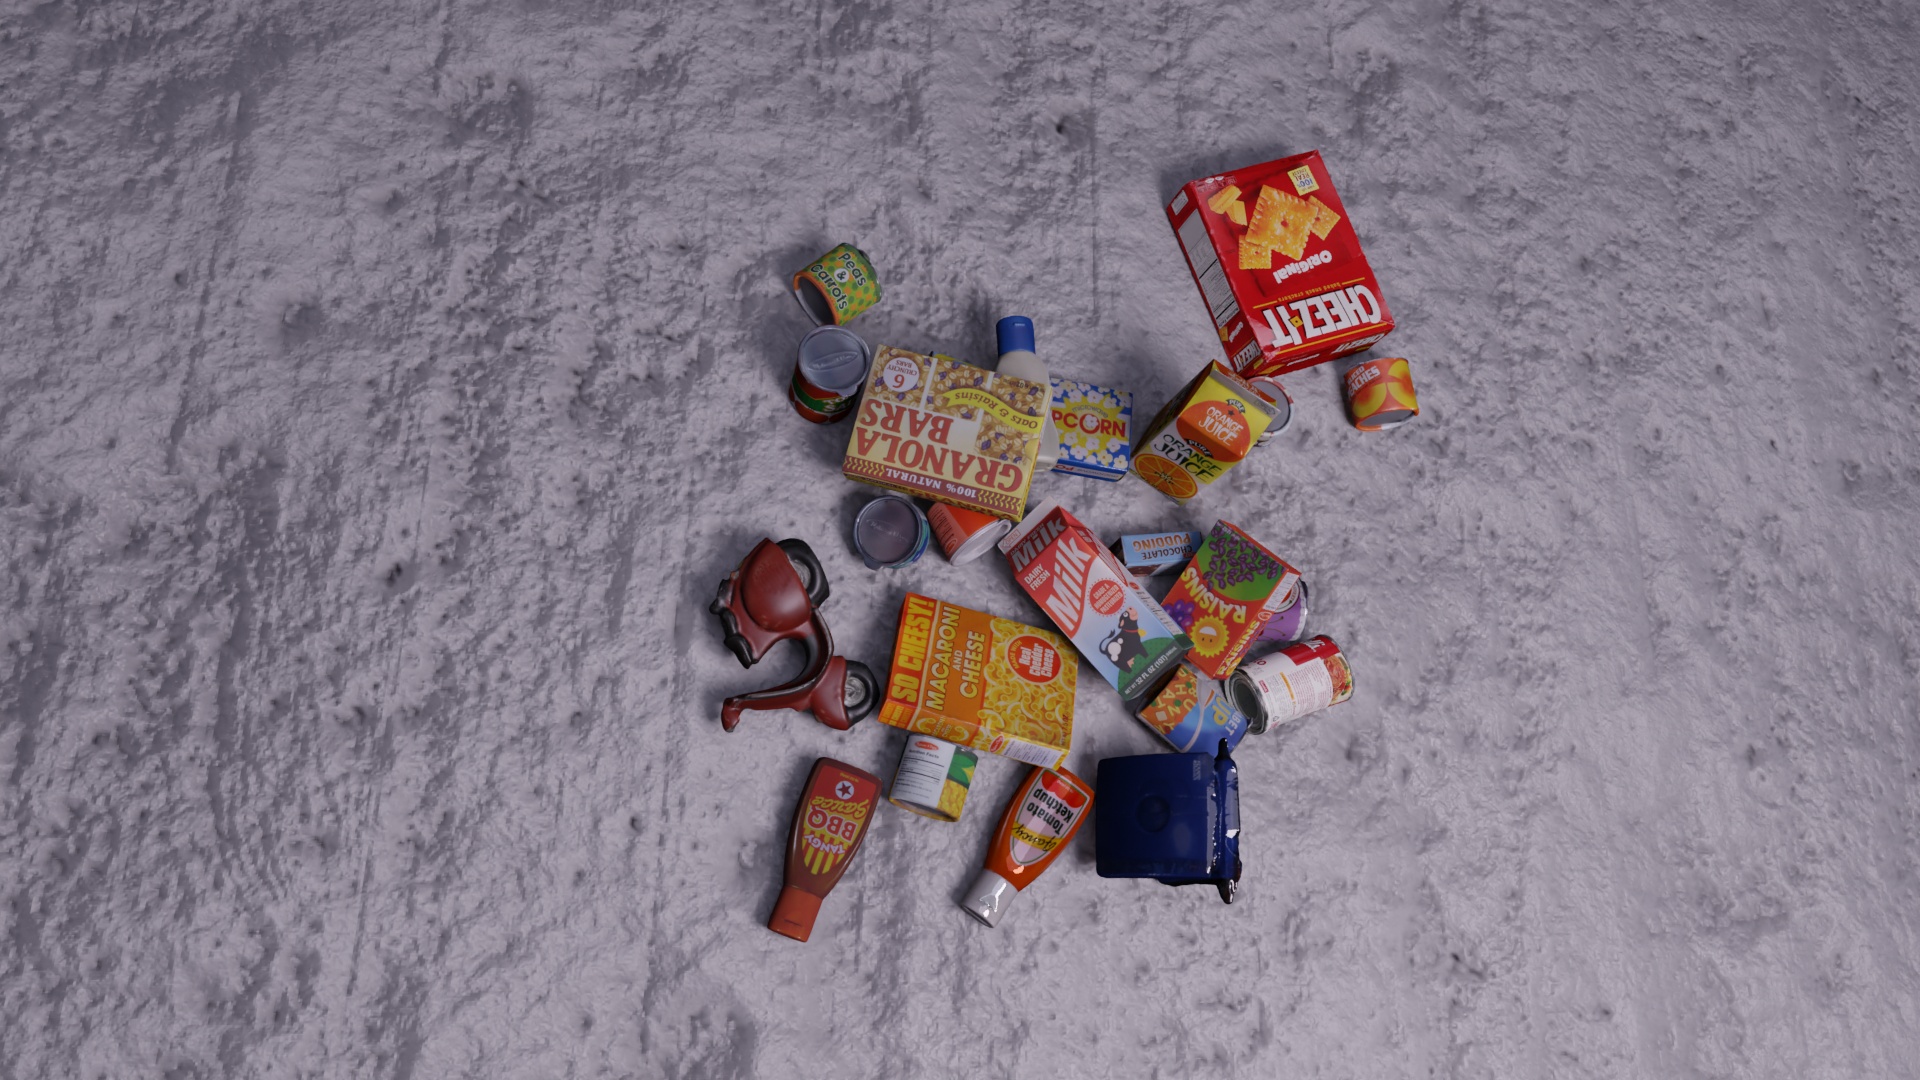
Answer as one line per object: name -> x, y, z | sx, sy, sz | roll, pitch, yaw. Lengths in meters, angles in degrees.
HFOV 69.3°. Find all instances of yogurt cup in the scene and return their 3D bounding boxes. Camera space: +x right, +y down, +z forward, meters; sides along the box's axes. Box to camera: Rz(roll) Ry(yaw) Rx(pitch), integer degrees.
yogurt cup -> 0.005, -0.016, 1.288 | 0.072, 0.072, 0.054 | -31, 74, -20

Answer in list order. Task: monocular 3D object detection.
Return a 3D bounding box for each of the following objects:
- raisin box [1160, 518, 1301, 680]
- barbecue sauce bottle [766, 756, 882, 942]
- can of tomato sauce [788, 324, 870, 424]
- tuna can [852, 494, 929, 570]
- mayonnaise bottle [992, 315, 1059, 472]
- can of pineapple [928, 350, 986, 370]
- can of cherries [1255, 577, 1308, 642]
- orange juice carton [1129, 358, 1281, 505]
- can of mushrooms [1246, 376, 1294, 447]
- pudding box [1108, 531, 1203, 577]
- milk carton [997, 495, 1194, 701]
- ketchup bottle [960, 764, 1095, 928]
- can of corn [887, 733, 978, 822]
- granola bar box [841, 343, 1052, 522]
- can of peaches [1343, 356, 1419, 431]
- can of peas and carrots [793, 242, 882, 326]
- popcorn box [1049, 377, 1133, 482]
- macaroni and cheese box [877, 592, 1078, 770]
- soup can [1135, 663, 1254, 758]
raisin box -> 0.243, 0.055, 1.286 | 0.086, 0.040, 0.123 | 40, 105, 31
barbecue sauce bottle -> -0.120, 0.263, 1.178 | 0.065, 0.043, 0.149 | 23, 69, -7
can of tomato sauce -> -0.122, -0.151, 1.288 | 0.071, 0.083, 0.071 | 4, 72, -12
tuna can -> -0.064, -0.005, 1.270 | 0.071, 0.033, 0.071 | -1, 84, 12
mayonnaise bottle -> 0.056, -0.138, 1.309 | 0.065, 0.041, 0.148 | 0, 72, -12
can of pineapple -> -0.011, -0.141, 1.322 | 0.058, 0.070, 0.071 | 19, 70, -8
can of cherries -> 0.292, 0.062, 1.328 | 0.058, 0.071, 0.071 | 2, 73, -12
orange juice carton -> 0.229, -0.105, 1.301 | 0.072, 0.192, 0.073 | 34, 69, -3
can of mushrooms -> 0.302, -0.132, 1.412 | 0.071, 0.033, 0.071 | 4, 73, -12
pudding box -> 0.186, 0.014, 1.328 | 0.084, 0.049, 0.030 | -4, 73, -15
milk carton -> 0.119, 0.050, 1.268 | 0.072, 0.073, 0.191 | -44, 76, 13
ketchup bottle -> 0.055, 0.268, 1.219 | 0.065, 0.043, 0.149 | 36, 69, 2
can of corn -> -0.023, 0.208, 1.209 | 0.071, 0.071, 0.058 | 21, 70, -7
granola bar box -> -0.011, -0.097, 1.252 | 0.166, 0.039, 0.124 | 14, 81, 5
can of peaches -> 0.432, -0.150, 1.432 | 0.071, 0.071, 0.058 | -4, 75, -15
can of peas and carrots -> -0.117, -0.242, 1.325 | 0.059, 0.070, 0.071 | -38, 85, -20
popcorn box -> 0.103, -0.111, 1.354 | 0.127, 0.038, 0.085 | 9, 72, -11
macaroni and cheese box -> 0.018, 0.125, 1.237 | 0.166, 0.040, 0.124 | 16, 48, -8
soup can -> 0.215, 0.162, 1.278 | 0.084, 0.071, 0.071 | 41, 68, 2
